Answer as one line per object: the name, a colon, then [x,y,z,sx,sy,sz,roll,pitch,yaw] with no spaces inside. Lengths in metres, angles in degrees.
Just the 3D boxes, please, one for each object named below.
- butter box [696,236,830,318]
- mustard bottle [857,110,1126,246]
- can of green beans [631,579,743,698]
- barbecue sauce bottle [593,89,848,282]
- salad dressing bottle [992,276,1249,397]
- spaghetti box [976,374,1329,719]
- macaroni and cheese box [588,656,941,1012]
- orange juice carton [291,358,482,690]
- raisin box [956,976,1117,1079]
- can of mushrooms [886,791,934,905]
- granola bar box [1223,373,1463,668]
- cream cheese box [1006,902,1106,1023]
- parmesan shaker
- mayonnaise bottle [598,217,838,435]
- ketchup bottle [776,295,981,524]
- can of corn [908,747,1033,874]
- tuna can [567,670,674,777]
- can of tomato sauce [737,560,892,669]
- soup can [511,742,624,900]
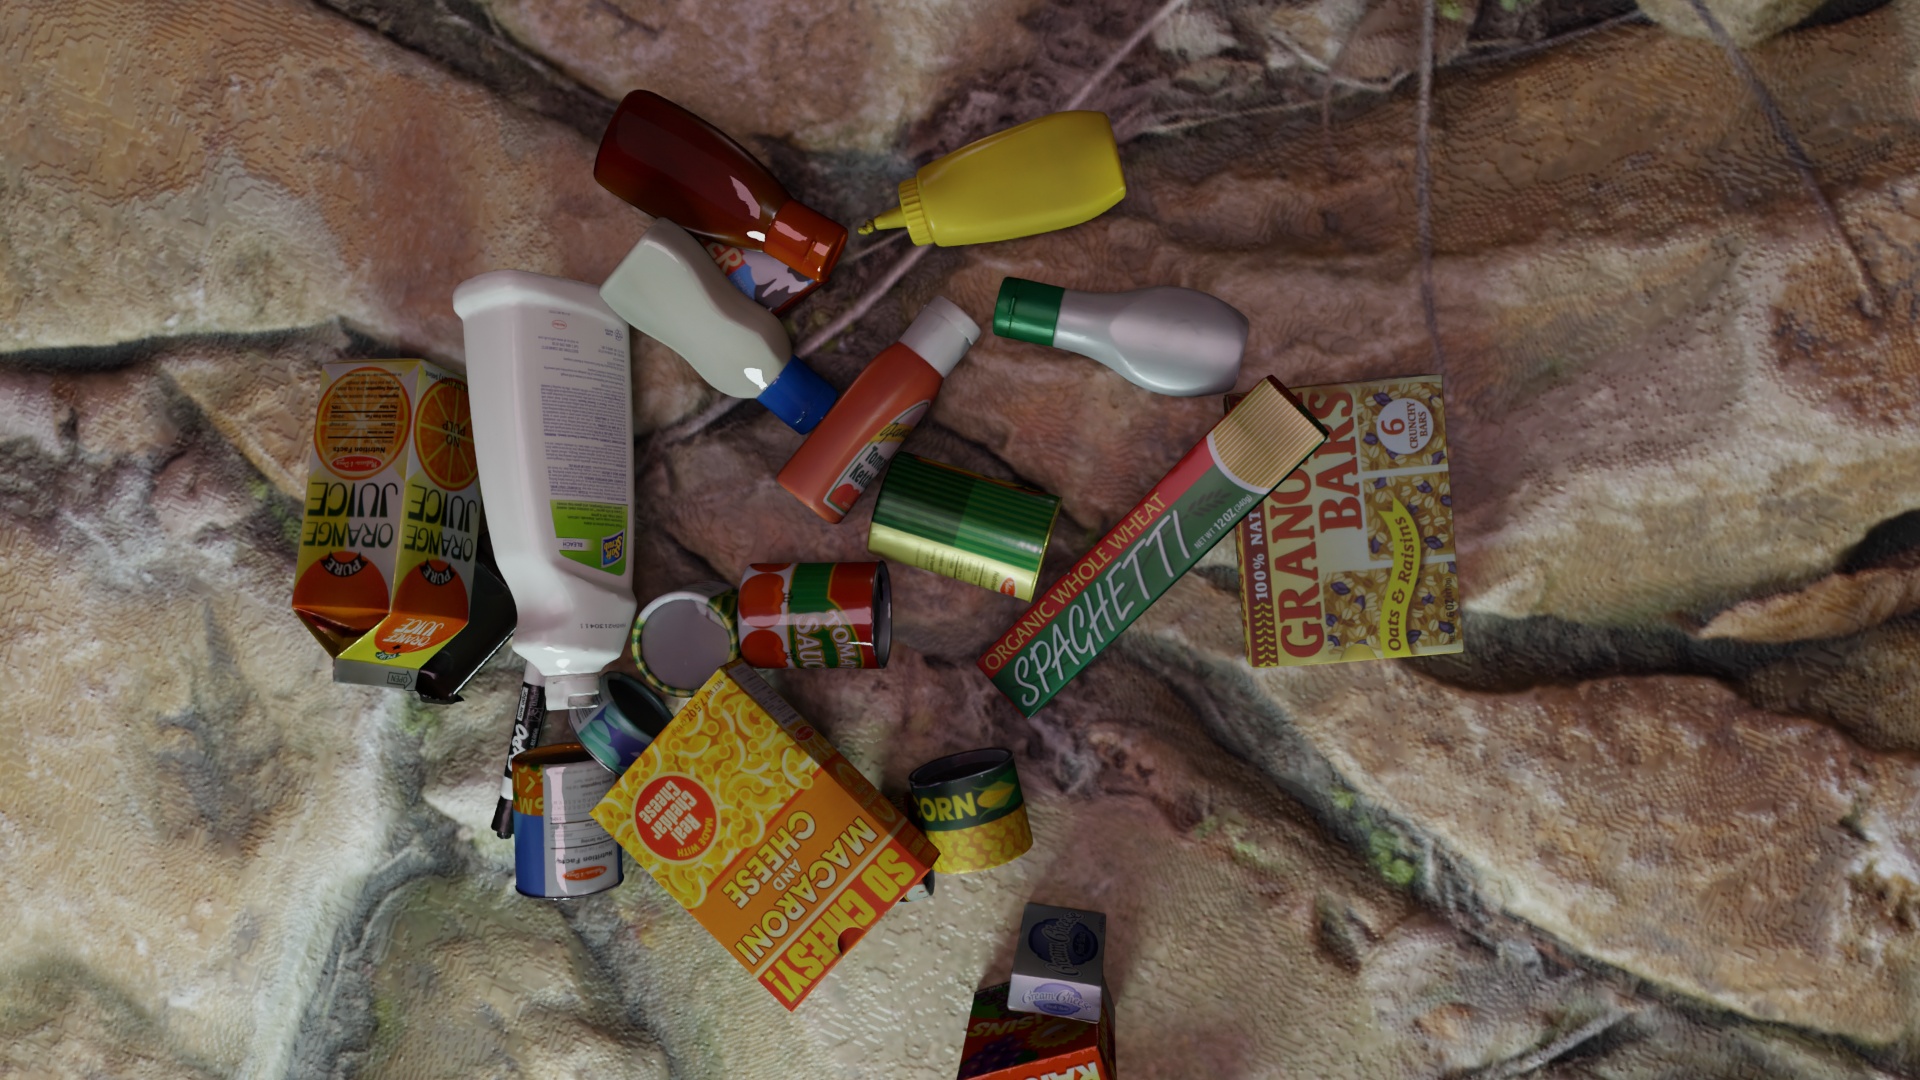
butter box: [-0.131,-0.188,0.854,0.053,0.024,0.103,-35,90,8]
mustard bottle: [0.015,-0.208,0.827,0.160,0.049,0.065,-13,93,7]
can of green beans: [-0.163,0.060,0.859,0.071,0.058,0.071,0,95,6]
barbecue sauce bottle: [-0.139,-0.204,0.818,0.148,0.044,0.064,30,107,2]
salad dressing bottle: [0.095,-0.126,0.829,0.148,0.044,0.064,13,96,5]
spaghetti box: [0.109,0.008,0.819,0.050,0.029,0.249,47,108,9]
macaroni and cheese box: [-0.114,0.171,0.809,0.166,0.040,0.123,43,101,5]
orange juice carton: [-0.343,-0.008,0.839,0.073,0.072,0.193,1,82,17]
raisin box: [0.047,0.300,0.824,0.086,0.123,0.040,-17,93,6]
can of mushrooms: [-0.040,0.188,0.852,0.033,0.071,0.071,-15,93,6]
granola bar box: [0.226,-0.011,0.826,0.124,0.039,0.165,-6,93,6]
cream cheese box: [0.059,0.250,0.829,0.053,0.104,0.024,6,99,6]
parmesan shaker: [0.003,-0.010,0.832,0.103,0.071,0.071,17,96,4]
mayonnaise bottle: [-0.140,-0.123,0.833,0.148,0.041,0.064,40,125,-17]
ketchup bottle: [-0.047,-0.080,0.838,0.043,0.064,0.149,38,88,15]
can of corn: [0.005,0.165,0.845,0.071,0.071,0.058,-13,94,6]
tuna can: [-0.206,0.117,0.864,0.071,0.071,0.033,45,97,1]
can of tomato sauce: [-0.088,0.047,0.845,0.083,0.071,0.071,-1,94,6]
soup can: [-0.248,0.174,0.874,0.071,0.071,0.083,-1,94,6]
